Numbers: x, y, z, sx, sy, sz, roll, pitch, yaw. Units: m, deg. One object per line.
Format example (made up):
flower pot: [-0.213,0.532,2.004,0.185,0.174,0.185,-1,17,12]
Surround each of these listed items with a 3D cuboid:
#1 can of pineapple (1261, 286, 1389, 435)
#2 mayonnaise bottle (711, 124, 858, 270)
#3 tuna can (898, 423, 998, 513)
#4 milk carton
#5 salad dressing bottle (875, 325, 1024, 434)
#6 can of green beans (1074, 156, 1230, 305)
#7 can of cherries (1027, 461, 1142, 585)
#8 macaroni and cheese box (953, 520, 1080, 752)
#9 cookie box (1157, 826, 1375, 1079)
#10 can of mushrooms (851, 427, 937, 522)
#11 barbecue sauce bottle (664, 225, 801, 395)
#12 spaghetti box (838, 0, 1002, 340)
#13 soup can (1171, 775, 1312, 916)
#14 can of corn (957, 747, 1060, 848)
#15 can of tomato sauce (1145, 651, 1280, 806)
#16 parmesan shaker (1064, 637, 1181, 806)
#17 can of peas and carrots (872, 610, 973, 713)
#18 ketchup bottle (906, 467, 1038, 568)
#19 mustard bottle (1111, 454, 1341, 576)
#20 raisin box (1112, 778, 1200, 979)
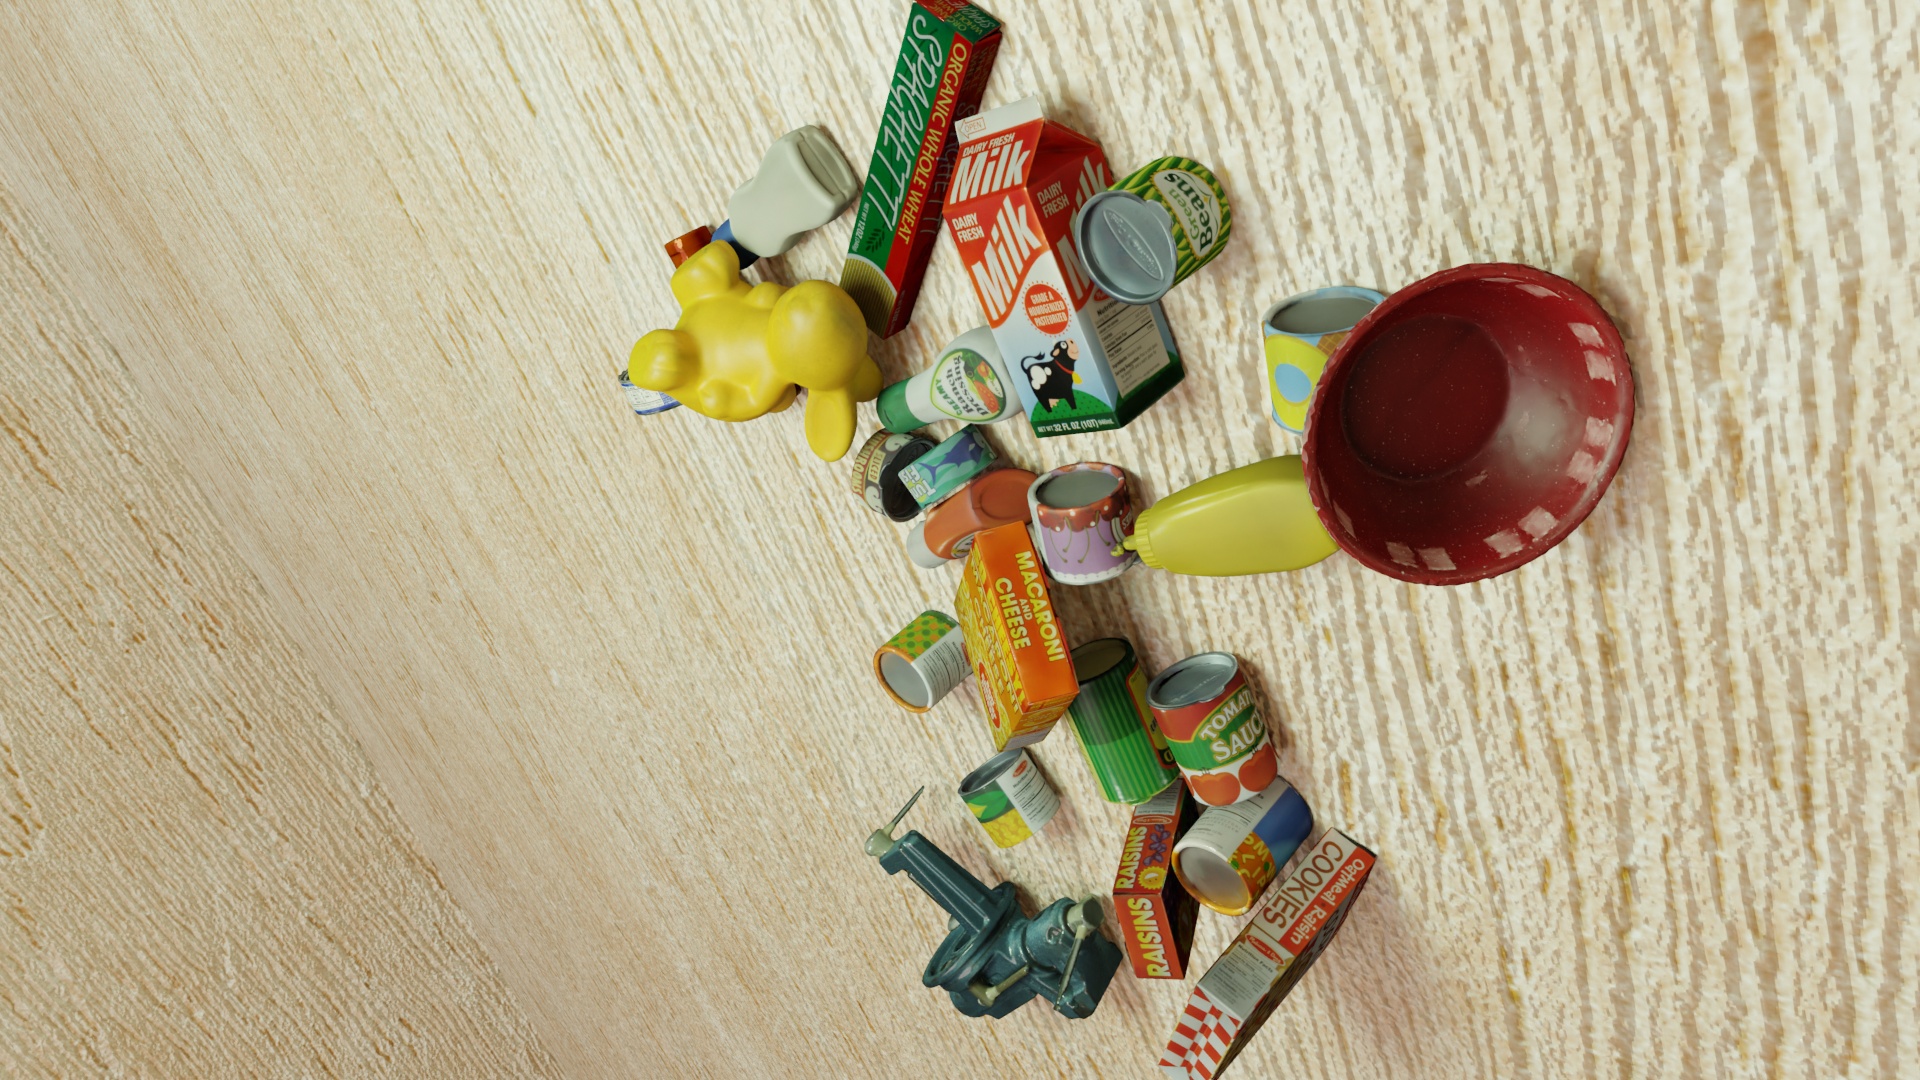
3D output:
can of pineapple: [0.195,-0.094,0.729,0.071,0.071,0.057,13,129,41]
mayonnaise bottle: [-0.131,-0.235,0.985,0.064,0.041,0.147,55,146,-10]
tuna can: [-0.011,-0.051,0.985,0.033,0.071,0.071,55,144,-3]
milk carton: [0.055,-0.162,0.816,0.072,0.074,0.190,-2,119,48]
salad dressing bottle: [-0.003,-0.105,0.952,0.147,0.044,0.064,-14,111,52]
can of green beans: [0.107,-0.171,0.766,0.071,0.058,0.071,28,138,29]
can of cherries: [0.084,-0.013,0.922,0.071,0.072,0.058,13,128,41]
macaroni and cheese box: [0.036,0.072,0.982,0.166,0.040,0.124,106,148,-70]
cookie box: [0.212,0.290,0.953,0.040,0.168,0.122,36,141,25]
can of mushrooms: [-0.049,-0.050,1.027,0.033,0.071,0.070,25,137,33]
barbecue sauce bottle: [-0.181,-0.172,1.089,0.065,0.044,0.148,-5,116,51]
spaghetti box: [-0.032,-0.232,0.889,0.050,0.029,0.248,41,143,13]
soup can: [0.198,0.213,0.973,0.071,0.084,0.071,28,138,28]
can of corn: [0.039,0.215,1.161,0.058,0.071,0.071,55,144,-5]
can of tomato sauce: [0.173,0.128,0.942,0.071,0.071,0.083,-6,116,49]
parmesan shaker: [0.113,0.131,1.007,0.071,0.071,0.102,-4,117,49]
can of peas and carrots: [-0.031,0.100,1.146,0.071,0.059,0.070,28,137,29]
ketchup bottle: [0.004,-0.013,1.014,0.148,0.065,0.043,-29,76,62]
mustard bottle: [0.156,-0.009,0.845,0.160,0.049,0.065,-11,111,42]
raisin box: [0.148,0.246,1.019,0.040,0.124,0.085,-5,119,22]
